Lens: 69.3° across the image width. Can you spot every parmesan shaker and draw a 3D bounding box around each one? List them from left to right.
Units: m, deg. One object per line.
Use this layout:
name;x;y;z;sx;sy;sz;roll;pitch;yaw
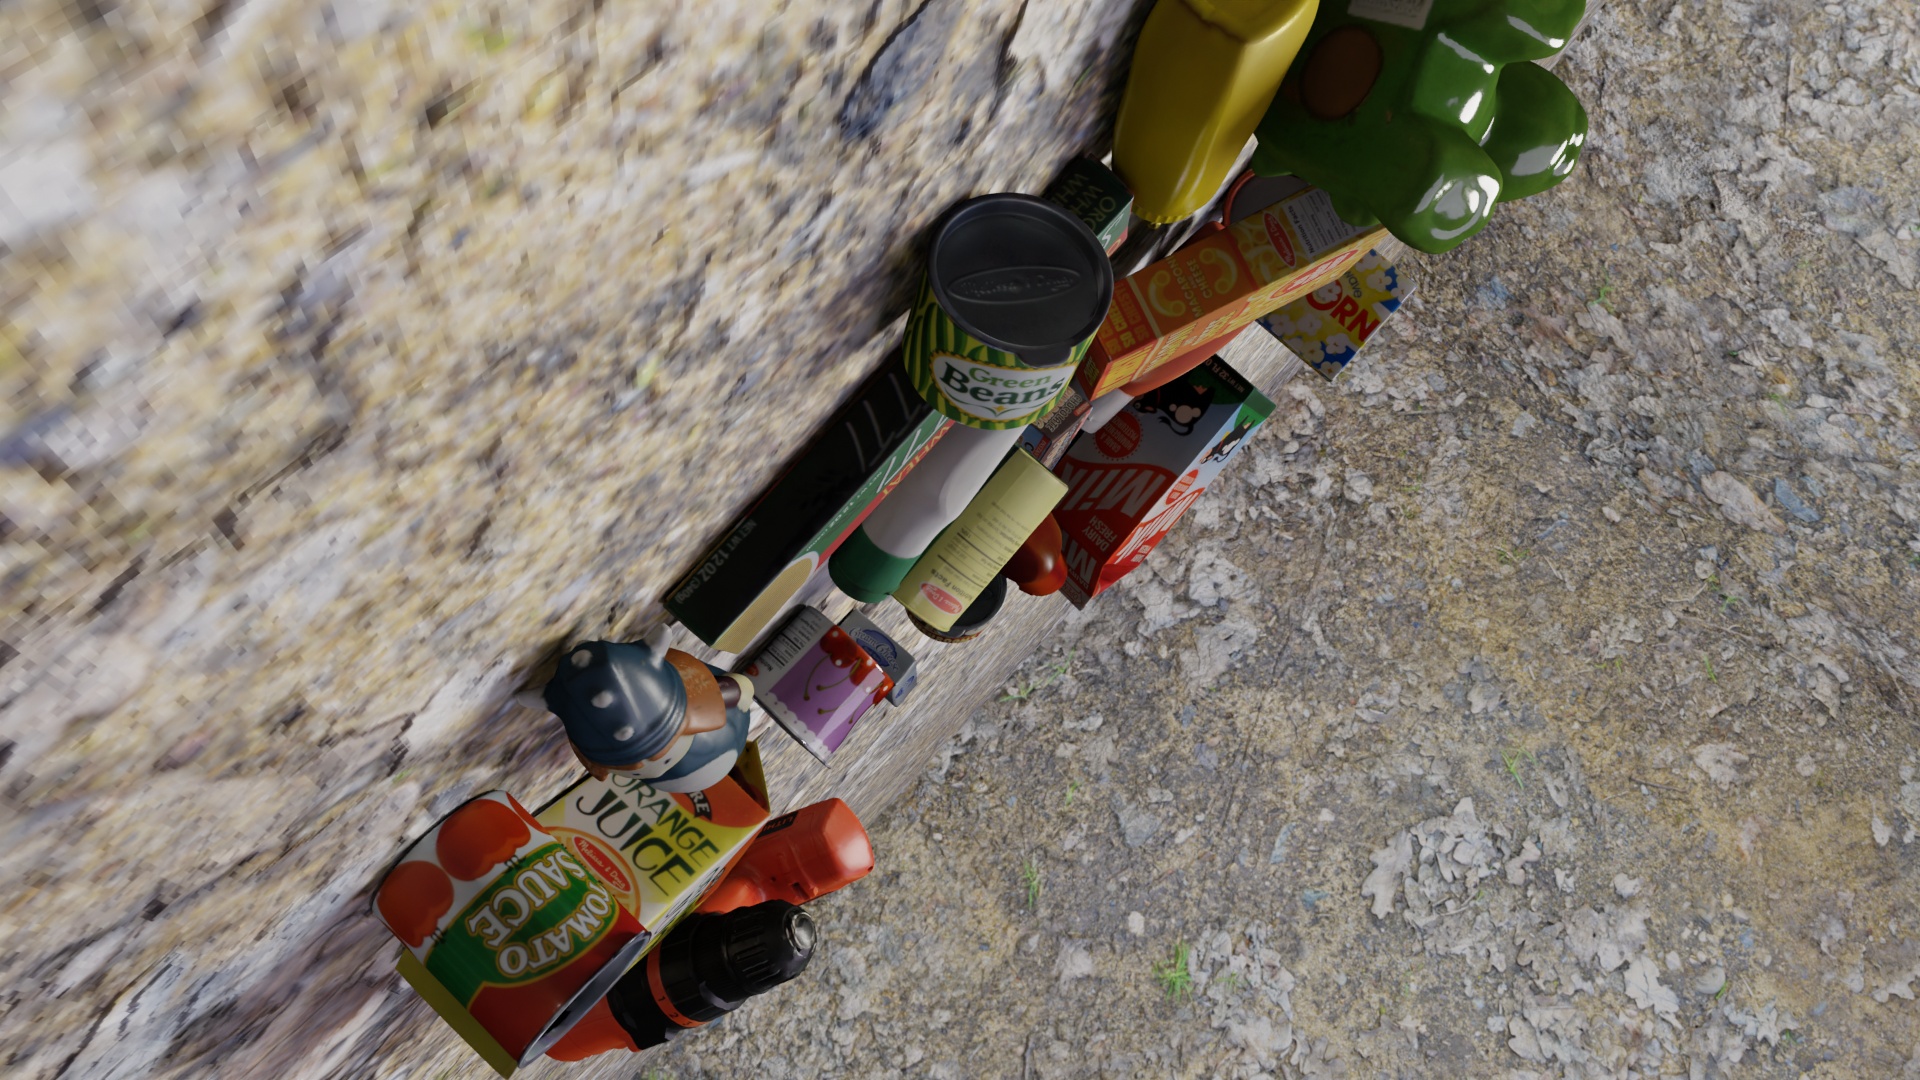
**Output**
parmesan shaker;0.003;-0.009;0.754;0.103;0.071;0.071;-49;171;5

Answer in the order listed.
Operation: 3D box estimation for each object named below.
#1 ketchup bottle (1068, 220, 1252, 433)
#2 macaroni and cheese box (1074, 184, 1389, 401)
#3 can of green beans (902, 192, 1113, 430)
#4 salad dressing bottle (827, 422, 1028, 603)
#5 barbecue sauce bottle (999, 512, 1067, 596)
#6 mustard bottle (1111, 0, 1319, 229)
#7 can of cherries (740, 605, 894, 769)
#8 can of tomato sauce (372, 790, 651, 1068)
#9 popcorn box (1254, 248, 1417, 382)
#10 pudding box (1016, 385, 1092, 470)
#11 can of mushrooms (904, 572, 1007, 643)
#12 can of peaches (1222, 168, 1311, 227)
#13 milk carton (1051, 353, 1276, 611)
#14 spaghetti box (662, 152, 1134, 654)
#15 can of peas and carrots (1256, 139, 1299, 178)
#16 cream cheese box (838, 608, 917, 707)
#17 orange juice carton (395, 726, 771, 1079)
ketchup bottle;0.124;-0.127;0.869;0.148;0.064;0.044;-42;-166;24
macaroni and cheese box;0.140;-0.138;0.756;0.166;0.040;0.123;-26;177;-1
can of green beans;0.015;-0.081;0.500;0.071;0.071;0.057;-44;171;-25
salad dressing bottle;-0.016;-0.028;0.668;0.147;0.044;0.064;-52;172;35
barbecue sauce bottle;0.035;-0.001;0.862;0.044;0.065;0.148;-62;158;-9
mustard bottle;0.089;-0.166;0.545;0.065;0.049;0.159;-46;172;-19
can of cherries;-0.077;0.079;0.752;0.058;0.071;0.071;-47;172;-12
can of tomato sauce;-0.171;0.147;0.535;0.071;0.083;0.071;-47;171;-9
popcorn box;0.233;-0.180;0.946;0.085;0.127;0.038;-49;175;11
pudding box;0.045;-0.058;0.880;0.050;0.030;0.083;-42;170;-39
can of mushrooms;-0.005;0.035;0.924;0.071;0.071;0.033;-44;172;-23
can of peaches;0.203;-0.207;0.885;0.071;0.071;0.058;-52;171;26
milk carton;0.118;-0.045;0.937;0.190;0.072;0.073;-50;159;13
spaghetti box;-0.021;-0.054;0.567;0.250;0.029;0.050;-47;172;-4
can of peas and carrots;0.179;-0.220;0.706;0.071;0.071;0.059;-50;172;13
cream cheese box;-0.055;0.079;0.919;0.024;0.053;0.103;-48;172;-12
orange juice carton;-0.160;0.153;0.658;0.071;0.073;0.193;-54;170;36
